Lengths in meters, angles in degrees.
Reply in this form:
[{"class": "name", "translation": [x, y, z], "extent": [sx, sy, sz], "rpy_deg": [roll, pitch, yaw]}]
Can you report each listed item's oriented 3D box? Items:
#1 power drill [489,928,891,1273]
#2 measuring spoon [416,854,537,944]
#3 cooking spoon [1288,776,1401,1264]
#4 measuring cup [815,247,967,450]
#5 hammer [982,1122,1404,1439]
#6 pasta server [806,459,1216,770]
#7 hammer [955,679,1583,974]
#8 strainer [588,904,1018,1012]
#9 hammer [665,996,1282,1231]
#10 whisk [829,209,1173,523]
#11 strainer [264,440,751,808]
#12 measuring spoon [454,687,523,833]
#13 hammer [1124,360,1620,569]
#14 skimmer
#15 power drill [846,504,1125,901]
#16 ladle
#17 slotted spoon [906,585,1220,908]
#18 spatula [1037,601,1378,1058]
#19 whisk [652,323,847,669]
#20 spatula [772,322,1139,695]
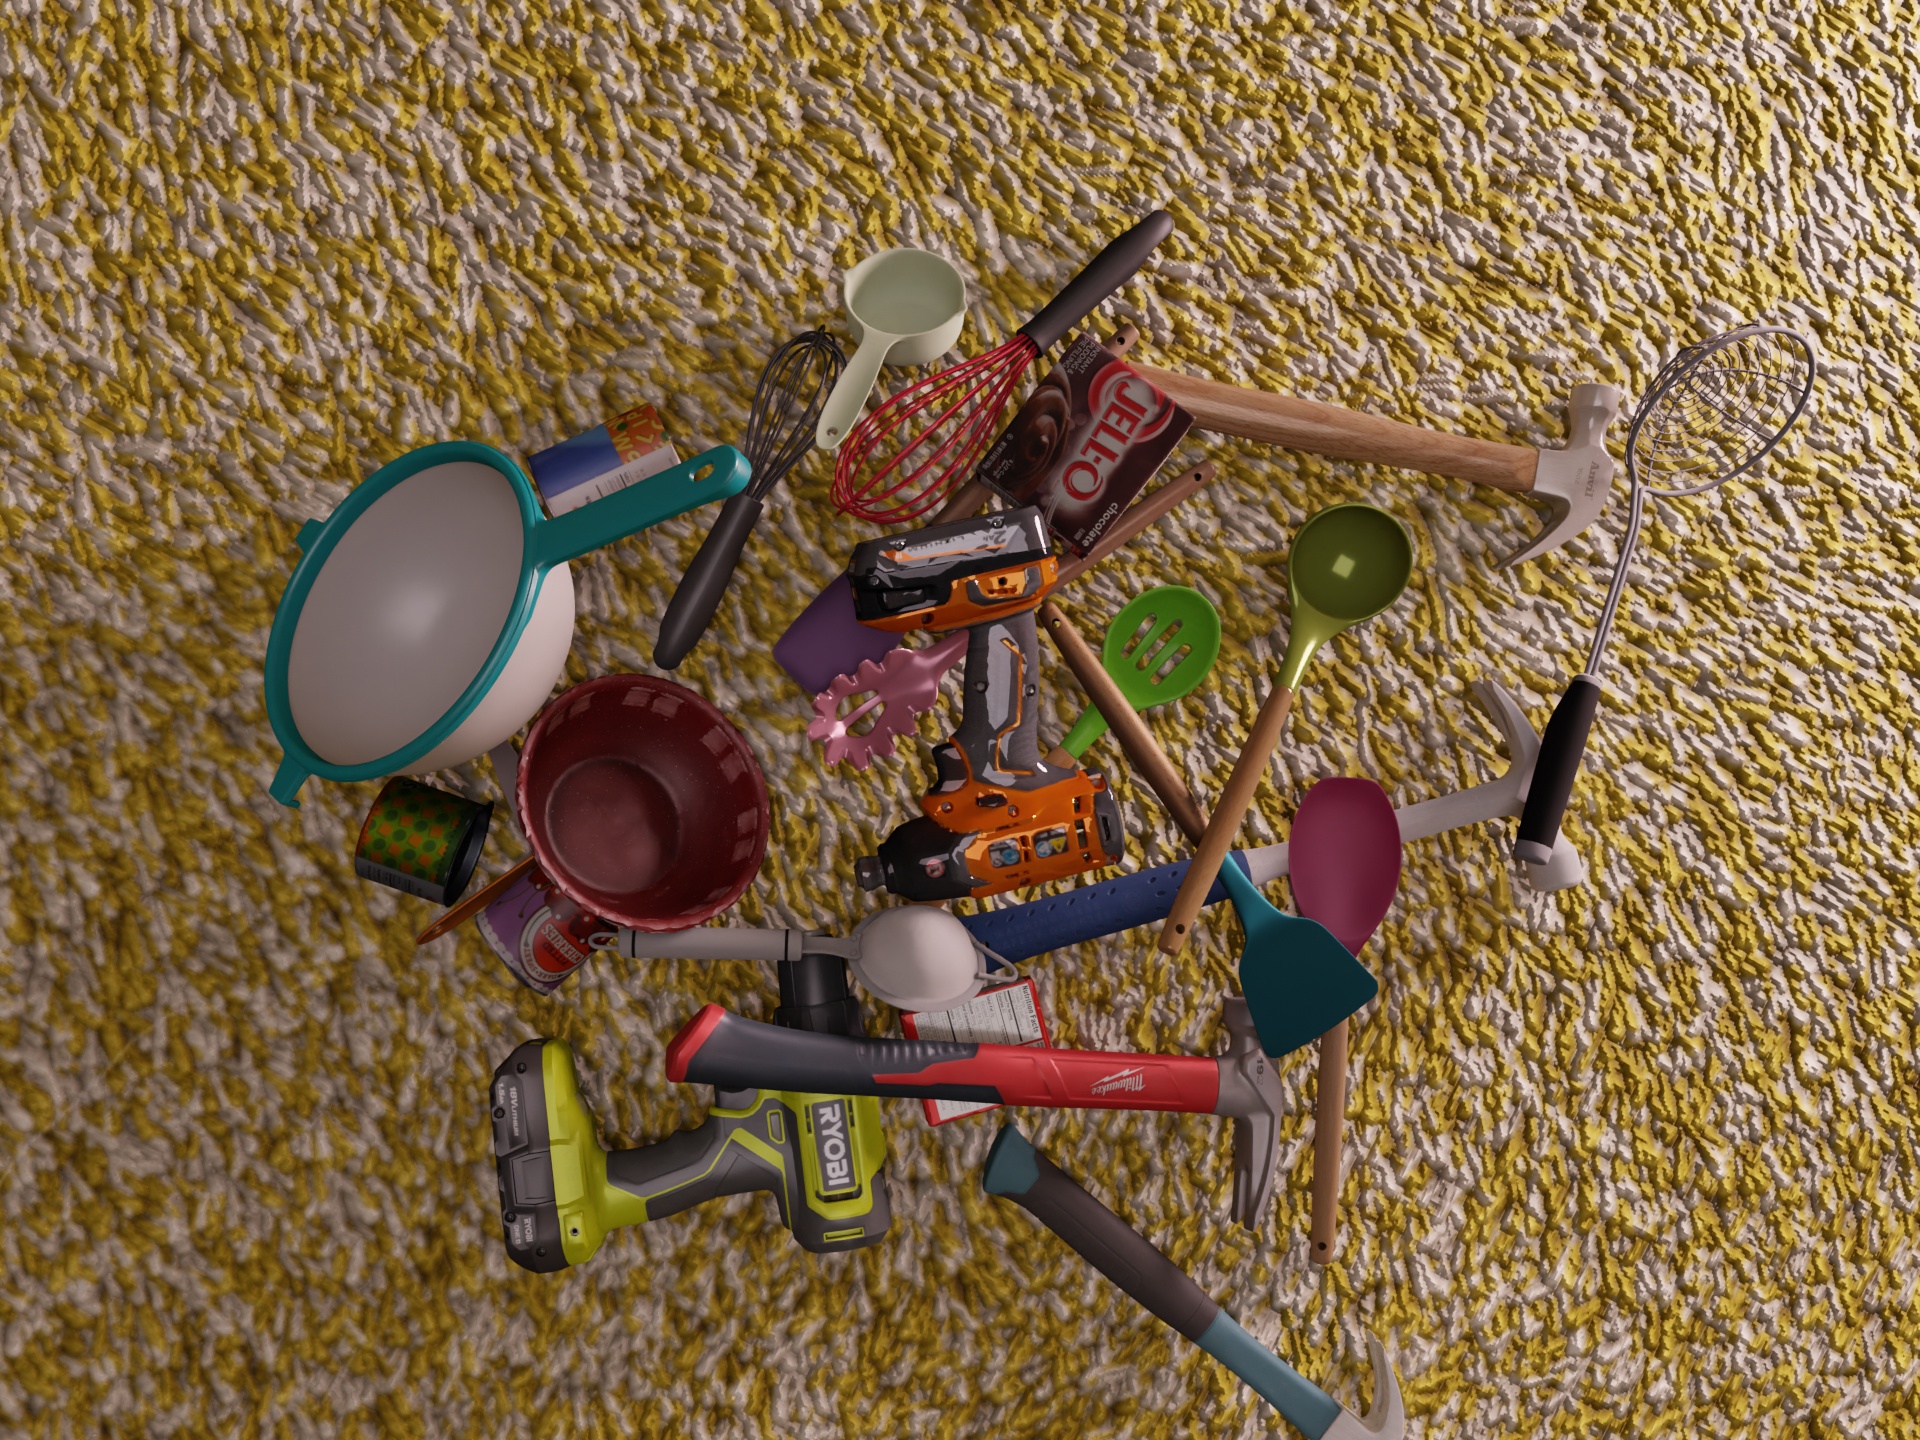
[{"class": "power drill", "translation": [-0.162, 0.235, 0.971], "extent": [0.228, 0.080, 0.190], "rpy_deg": [-7, 85, -7]}, {"class": "measuring spoon", "translation": [-0.292, 0.102, 0.989], "extent": [0.117, 0.021, 0.011], "rpy_deg": [-36, 72, 1]}, {"class": "cooking spoon", "translation": [0.237, 0.192, 1.007], "extent": [0.069, 0.017, 0.319], "rpy_deg": [3, 98, 10]}, {"class": "measuring cup", "translation": [-0.051, -0.221, 0.981], "extent": [0.083, 0.038, 0.168], "rpy_deg": [19, 63, 10]}, {"class": "hammer", "translation": [0.144, 0.376, 1.012], "extent": [0.331, 0.033, 0.128], "rpy_deg": [40, 87, -2]}, {"class": "pasta server", "translation": [0.036, -0.074, 1.013], "extent": [0.316, 0.040, 0.060], "rpy_deg": [-35, 99, -6]}, {"class": "hammer", "translation": [0.193, 0.087, 1.022], "extent": [0.405, 0.035, 0.144], "rpy_deg": [-15, 90, -5]}, {"class": "strainer", "translation": [-0.092, 0.134, 0.950], "extent": [0.258, 0.087, 0.050], "rpy_deg": [2, 128, -5]}, {"class": "hammer", "translation": [0.016, 0.228, 0.958], "extent": [0.386, 0.038, 0.143], "rpy_deg": [7, 83, -17]}, {"class": "whisk", "translation": [0.030, -0.226, 1.008], "extent": [0.296, 0.073, 0.073], "rpy_deg": [-44, 92, -10]}, {"class": "strainer", "translation": [-0.245, -0.070, 0.913], "extent": [0.340, 0.095, 0.211], "rpy_deg": [-19, 60, 22]}, {"class": "measuring spoon", "translation": [-0.280, 0.035, 0.999], "extent": [0.034, 0.018, 0.124], "rpy_deg": [-24, 97, -2]}, {"class": "hammer", "translation": [0.262, -0.182, 1.038], "extent": [0.331, 0.031, 0.130], "rpy_deg": [10, 87, -4]}, {"class": "skimmer", "translation": [0.440, -0.076, 1.003], "extent": [0.127, 0.090, 0.363], "rpy_deg": [28, 79, -41]}, {"class": "power drill", "translation": [-0.002, -0.003, 0.955], "extent": [0.164, 0.084, 0.226], "rpy_deg": [-14, 99, -8]}, {"class": "ladle", "translation": [0.193, 0.000, 0.972], "extent": [0.078, 0.062, 0.320], "rpy_deg": [30, 68, -4]}, {"class": "slotted spoon", "translation": [0.049, 0.038, 1.017], "extent": [0.070, 0.031, 0.314], "rpy_deg": [43, 88, -2]}, {"class": "spatula", "translation": [0.140, 0.060, 0.989], "extent": [0.082, 0.044, 0.317], "rpy_deg": [-34, 83, 3]}, {"class": "whisk", "translation": [-0.136, -0.140, 1.000], "extent": [0.055, 0.055, 0.239], "rpy_deg": [27, 91, -3]}, {"class": "spatula", "translation": [0.005, -0.138, 1.022], "extent": [0.060, 0.018, 0.316], "rpy_deg": [43, 87, -4]}]
